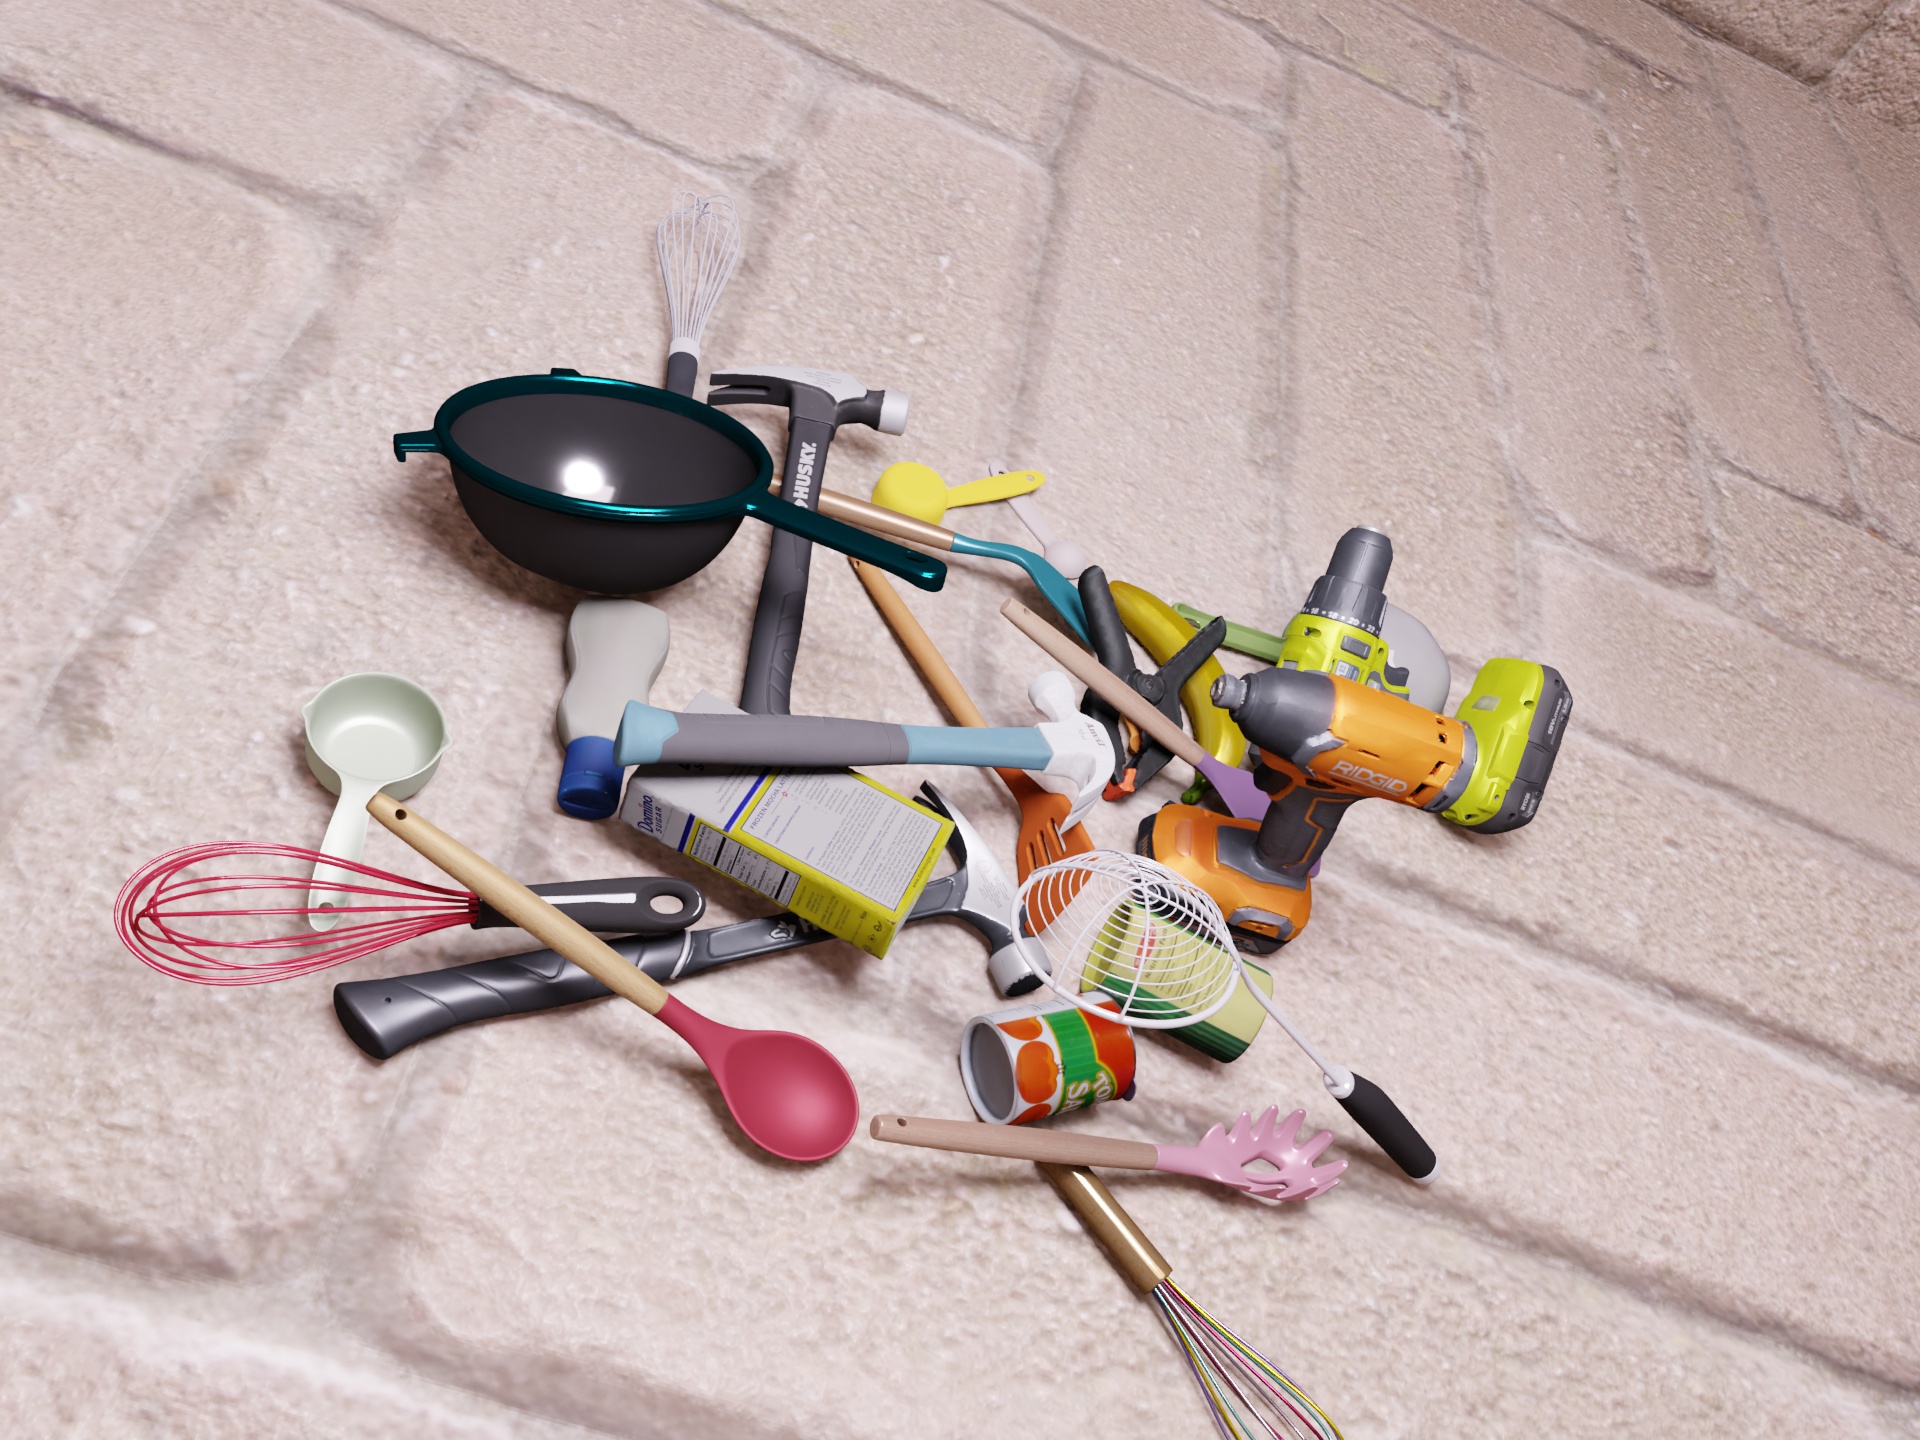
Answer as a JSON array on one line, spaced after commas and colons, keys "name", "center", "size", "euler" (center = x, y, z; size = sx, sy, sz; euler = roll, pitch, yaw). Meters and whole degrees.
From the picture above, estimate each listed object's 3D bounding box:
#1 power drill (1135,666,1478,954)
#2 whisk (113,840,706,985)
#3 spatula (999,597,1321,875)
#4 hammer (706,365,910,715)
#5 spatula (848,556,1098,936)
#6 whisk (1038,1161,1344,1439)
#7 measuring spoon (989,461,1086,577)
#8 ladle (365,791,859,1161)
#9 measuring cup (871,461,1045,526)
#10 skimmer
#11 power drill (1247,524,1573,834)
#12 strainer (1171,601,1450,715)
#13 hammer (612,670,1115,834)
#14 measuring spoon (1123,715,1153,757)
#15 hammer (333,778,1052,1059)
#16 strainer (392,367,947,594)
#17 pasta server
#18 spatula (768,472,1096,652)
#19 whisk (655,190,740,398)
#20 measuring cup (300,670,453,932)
[{"name": "power drill", "center": [0.196, 0.052, 1.014], "size": [0.164, 0.226, 0.084], "euler": [19, 49, -13]}, {"name": "whisk", "center": [-0.271, 0.098, 0.821], "size": [0.295, 0.073, 0.073], "euler": [3, 54, -32]}, {"name": "spatula", "center": [0.147, 0.014, 1.106], "size": [0.315, 0.018, 0.060], "euler": [38, 45, -20]}, {"name": "hammer", "center": [-0.123, -0.114, 1.091], "size": [0.146, 0.035, 0.335], "euler": [11, 57, -9]}, {"name": "spatula", "center": [-0.002, -0.003, 1.081], "size": [0.041, 0.081, 0.323], "euler": [-4, 51, -46]}, {"name": "whisk", "center": [0.129, 0.331, 0.891], "size": [0.051, 0.047, 0.245], "euler": [-27, 67, -37]}, {"name": "measuring spoon", "center": [0.060, -0.163, 1.256], "size": [0.034, 0.018, 0.124], "euler": [-19, 64, -36]}, {"name": "ladle", "center": [-0.178, 0.135, 0.834], "size": [0.315, 0.031, 0.069], "euler": [41, 49, -21]}, {"name": "measuring cup", "center": [0.005, -0.183, 1.228], "size": [0.156, 0.029, 0.062], "euler": [-16, 63, -29]}, {"name": "skimmer", "center": [0.169, 0.196, 0.937], "size": [0.363, 0.090, 0.127], "euler": [45, 19, -32]}, {"name": "power drill", "center": [0.338, -0.024, 1.185], "size": [0.228, 0.080, 0.190], "euler": [20, 89, -22]}, {"name": "strainer", "center": [0.290, -0.064, 1.259], "size": [0.256, 0.069, 0.152], "euler": [16, 50, -17]}, {"name": "hammer", "center": [-0.049, 0.013, 0.957], "size": [0.330, 0.033, 0.128], "euler": [2, 40, -30]}, {"name": "measuring spoon", "center": [0.121, -0.018, 1.182], "size": [0.021, 0.011, 0.117], "euler": [-1, 52, -19]}, {"name": "hammer", "center": [-0.144, 0.125, 0.918], "size": [0.408, 0.036, 0.149], "euler": [-8, 58, -31]}, {"name": "strainer", "center": [-0.173, -0.118, 1.015], "size": [0.340, 0.095, 0.211], "euler": [22, 31, 10]}, {"name": "pasta server", "center": [0.092, 0.244, 0.913], "size": [0.316, 0.040, 0.060], "euler": [14, 33, -29]}, {"name": "spatula", "center": [-0.034, -0.129, 1.170], "size": [0.317, 0.044, 0.082], "euler": [18, 29, -6]}, {"name": "whisk", "center": [-0.206, -0.301, 1.206], "size": [0.070, 0.070, 0.285], "euler": [12, 55, -19]}, {"name": "measuring cup", "center": [-0.335, 0.049, 0.880], "size": [0.083, 0.038, 0.168], "euler": [14, 52, -17]}]
